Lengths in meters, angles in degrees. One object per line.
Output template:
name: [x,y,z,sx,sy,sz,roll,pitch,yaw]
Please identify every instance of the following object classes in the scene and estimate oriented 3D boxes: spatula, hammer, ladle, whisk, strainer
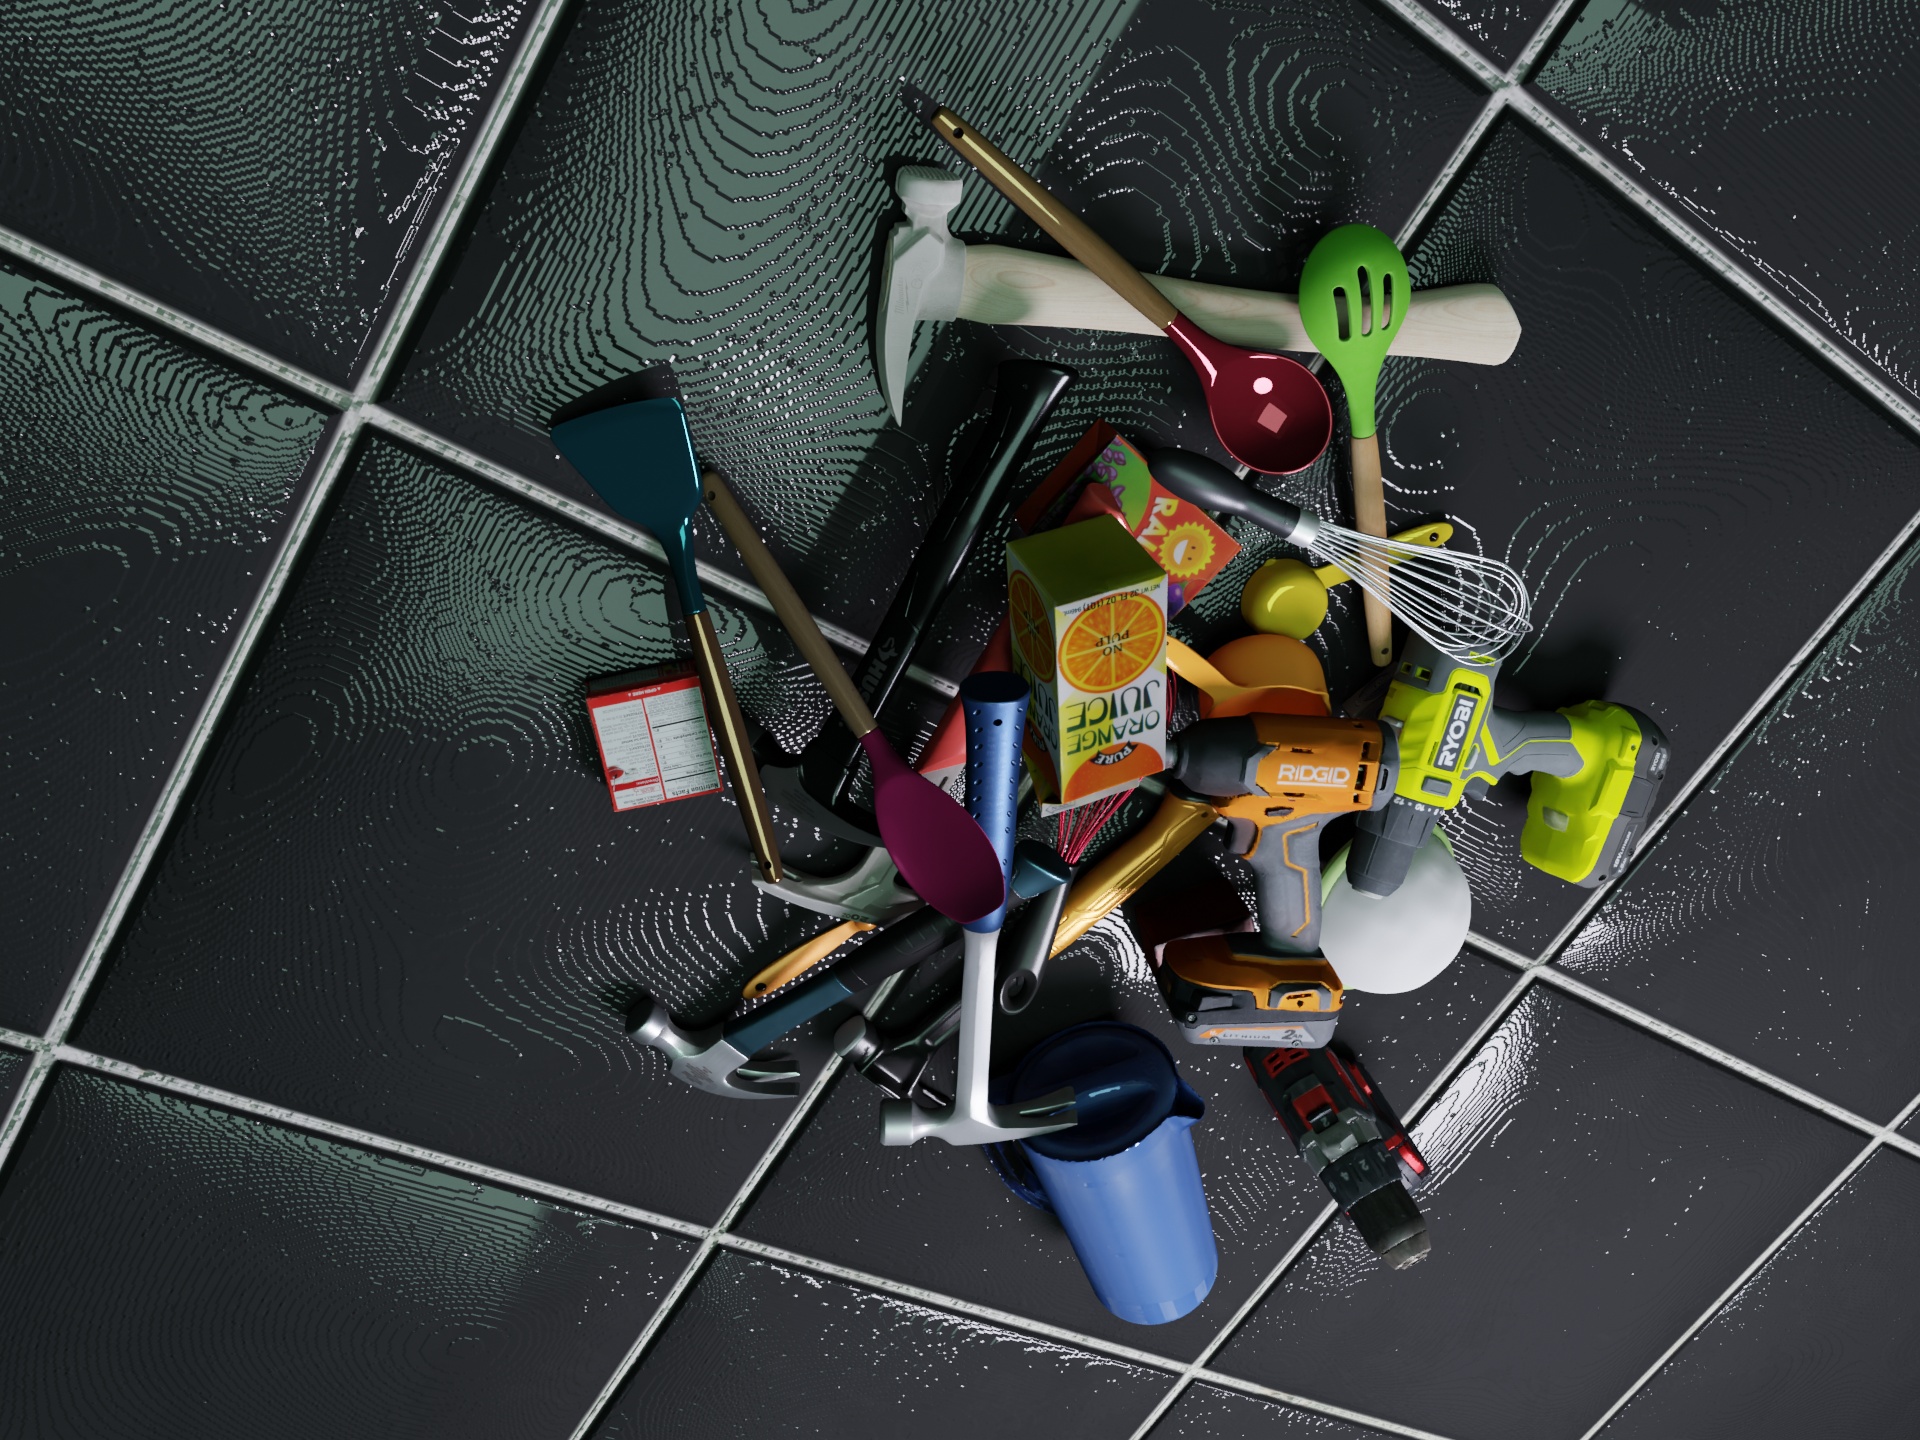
spatula: [-0.161,-0.039,0.978,0.082,0.044,0.317,-12,106,10]
hammer: [-0.070,0.174,1.115,0.331,0.033,0.128,-32,123,18]
hammer: [-0.020,-0.072,0.976,0.146,0.035,0.334,35,111,12]
ladle: [0.103,-0.248,0.923,0.315,0.031,0.069,34,107,-27]
whisk: [0.078,0.079,1.104,0.073,0.073,0.295,12,110,-20]
hammer: [0.066,0.168,1.180,0.337,0.034,0.127,-43,119,11]
strainer: [0.289,0.174,1.179,0.256,0.069,0.151,-27,125,-19]
hammer: [0.152,-0.241,0.977,0.410,0.038,0.146,1,119,-15]
hammer: [-0.002,-0.003,1.042,0.149,0.037,0.359,19,121,-23]
hammer: [0.019,0.143,1.057,0.144,0.035,0.405,0,126,-4]
whisk: [0.244,-0.111,1.011,0.284,0.070,0.070,22,111,-14]

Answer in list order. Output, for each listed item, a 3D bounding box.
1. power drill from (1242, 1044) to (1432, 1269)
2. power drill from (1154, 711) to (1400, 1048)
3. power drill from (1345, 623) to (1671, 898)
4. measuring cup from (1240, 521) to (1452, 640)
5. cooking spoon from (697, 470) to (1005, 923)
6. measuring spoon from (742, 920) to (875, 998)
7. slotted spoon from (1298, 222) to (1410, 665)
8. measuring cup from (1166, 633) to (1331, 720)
power drill: [0.297,0.325,1.199,0.080,0.188,0.226,-34,151,6]
power drill: [0.195,0.103,1.075,0.164,0.084,0.226,4,108,-9]
power drill: [0.383,0.048,1.138,0.228,0.080,0.190,13,99,-27]
measuring cup: [0.269,-0.098,1.087,0.156,0.029,0.062,-22,121,0]
cooking spoon: [-0.070,-0.015,0.970,0.069,0.017,0.319,-31,93,32]
measuring spoon: [-0.108,0.171,1.150,0.117,0.011,0.021,-33,121,4]
slotted spoon: [0.262,-0.162,1.020,0.070,0.031,0.313,-17,126,-3]
measuring cup: [0.177,-0.037,1.062,0.095,0.052,0.173,-28,137,34]
